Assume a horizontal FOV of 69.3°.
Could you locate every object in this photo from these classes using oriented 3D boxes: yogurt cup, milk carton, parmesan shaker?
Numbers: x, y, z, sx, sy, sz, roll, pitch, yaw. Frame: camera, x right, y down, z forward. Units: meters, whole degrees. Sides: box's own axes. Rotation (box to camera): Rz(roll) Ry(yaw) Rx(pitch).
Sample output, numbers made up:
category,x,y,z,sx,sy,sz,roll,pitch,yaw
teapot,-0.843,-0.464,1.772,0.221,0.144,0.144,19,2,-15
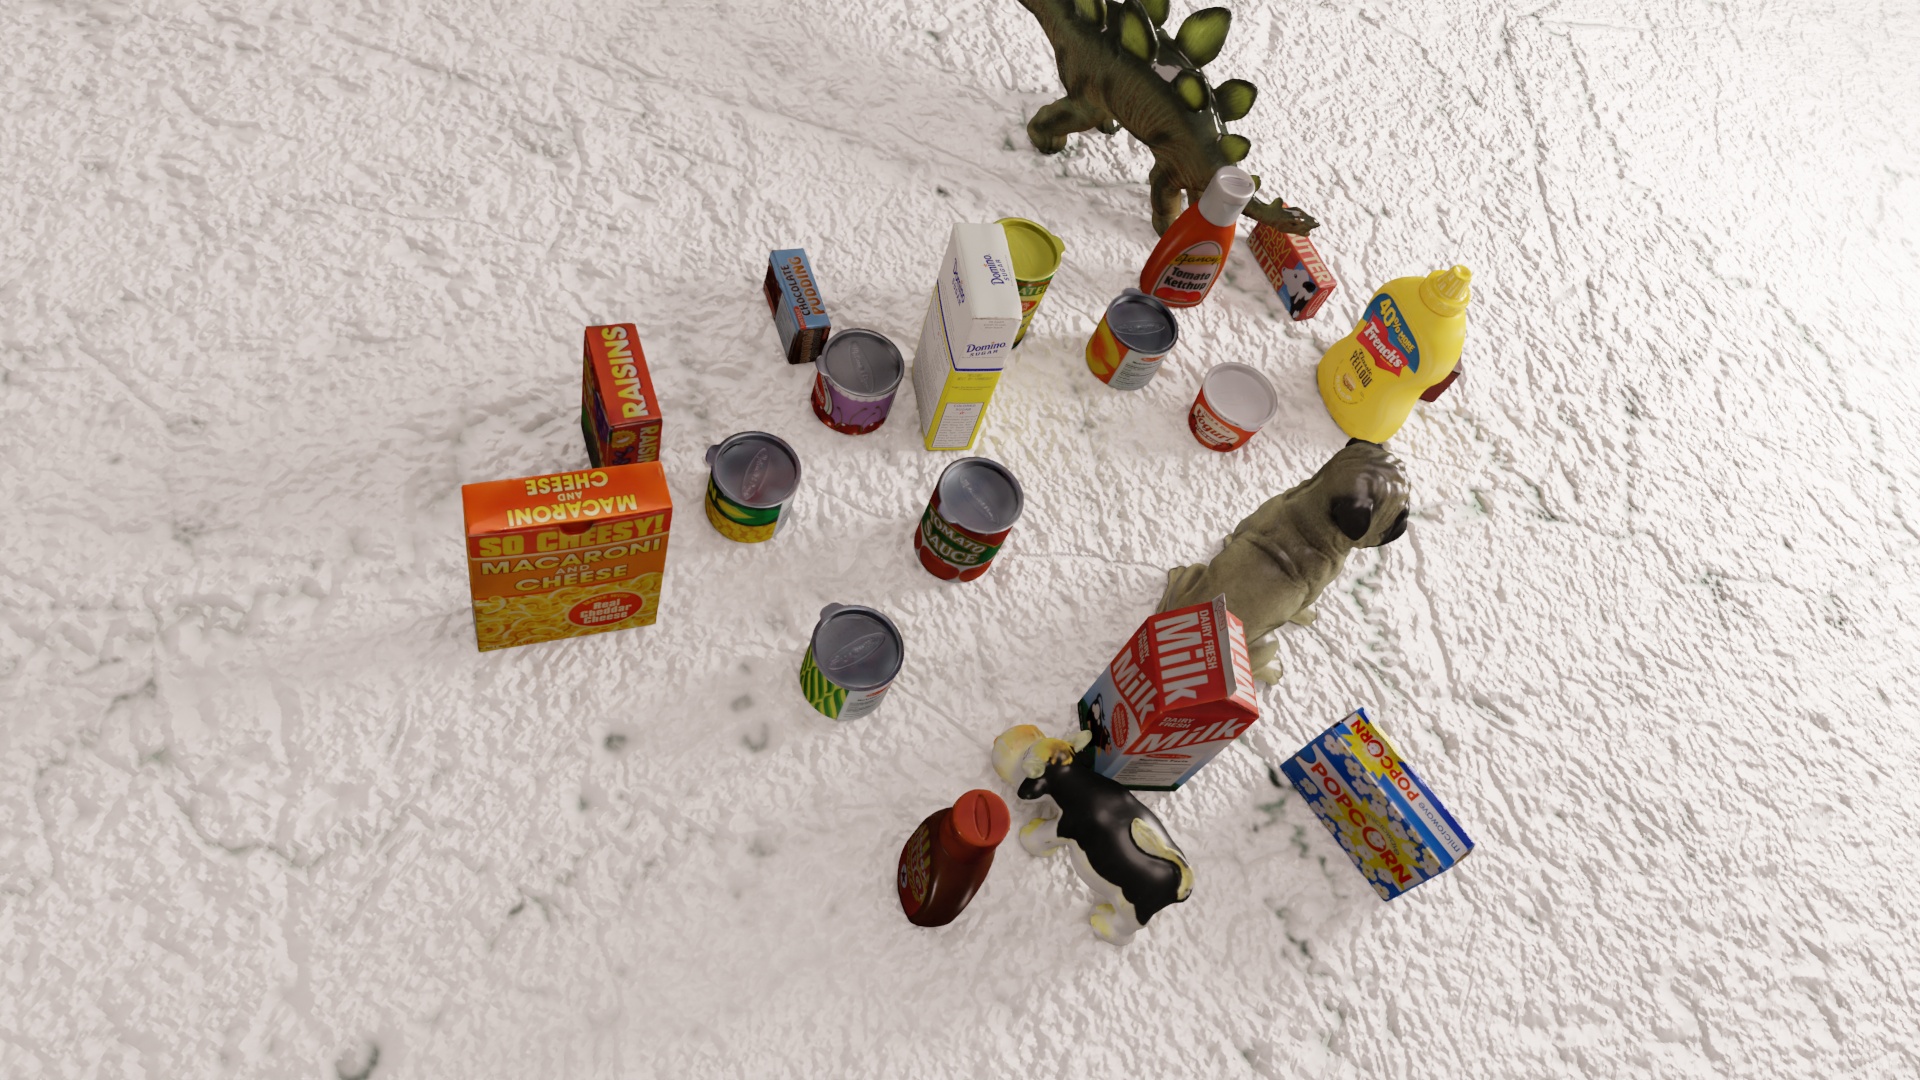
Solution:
category,x,y,z,sx,sy,sz,roll,pitch,yaw
yogurt cup,0.232,-0.113,1.200,0.072,0.053,0.073,7,59,-13
milk carton,0.148,0.109,0.965,0.073,0.189,0.072,5,60,-14
parmesan shaker,0.040,-0.213,1.172,0.071,0.102,0.071,7,59,-13

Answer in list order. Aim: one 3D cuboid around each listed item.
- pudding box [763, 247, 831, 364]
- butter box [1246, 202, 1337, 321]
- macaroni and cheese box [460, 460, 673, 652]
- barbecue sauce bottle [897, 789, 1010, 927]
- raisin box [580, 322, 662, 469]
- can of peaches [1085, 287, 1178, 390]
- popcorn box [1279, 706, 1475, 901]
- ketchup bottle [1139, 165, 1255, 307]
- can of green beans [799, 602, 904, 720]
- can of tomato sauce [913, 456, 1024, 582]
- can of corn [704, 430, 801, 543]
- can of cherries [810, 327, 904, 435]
category,x,y,z,sx,sy,sz,roll,pitch,yaw
pudding box,-0.135,-0.193,1.139,0.030,0.049,0.084,-11,65,-22
butter box,0.311,-0.263,1.311,0.024,0.053,0.104,-14,66,-23
macaroni and cheese box,-0.258,0.014,0.913,0.124,0.165,0.040,-9,64,-21
barbecue sauce bottle,-0.005,0.200,0.892,0.044,0.147,0.065,3,60,-15
raisin box,-0.246,-0.086,1.000,0.040,0.122,0.086,-10,65,-21
can of peaches,0.148,-0.174,1.208,0.071,0.057,0.071,7,59,-13
popcorn box,0.305,0.195,1.025,0.038,0.084,0.127,-28,72,-28
ketchup bottle,0.212,-0.267,1.227,0.065,0.148,0.044,6,60,-14
can of green beans,-0.078,0.088,0.989,0.071,0.057,0.071,7,59,-13
can of tomato sauce,0.004,-0.013,1.057,0.071,0.082,0.071,7,59,-13
can of corn,-0.158,-0.040,1.039,0.071,0.058,0.071,7,59,-13
can of cherries,-0.086,-0.126,1.110,0.071,0.058,0.072,7,59,-13
